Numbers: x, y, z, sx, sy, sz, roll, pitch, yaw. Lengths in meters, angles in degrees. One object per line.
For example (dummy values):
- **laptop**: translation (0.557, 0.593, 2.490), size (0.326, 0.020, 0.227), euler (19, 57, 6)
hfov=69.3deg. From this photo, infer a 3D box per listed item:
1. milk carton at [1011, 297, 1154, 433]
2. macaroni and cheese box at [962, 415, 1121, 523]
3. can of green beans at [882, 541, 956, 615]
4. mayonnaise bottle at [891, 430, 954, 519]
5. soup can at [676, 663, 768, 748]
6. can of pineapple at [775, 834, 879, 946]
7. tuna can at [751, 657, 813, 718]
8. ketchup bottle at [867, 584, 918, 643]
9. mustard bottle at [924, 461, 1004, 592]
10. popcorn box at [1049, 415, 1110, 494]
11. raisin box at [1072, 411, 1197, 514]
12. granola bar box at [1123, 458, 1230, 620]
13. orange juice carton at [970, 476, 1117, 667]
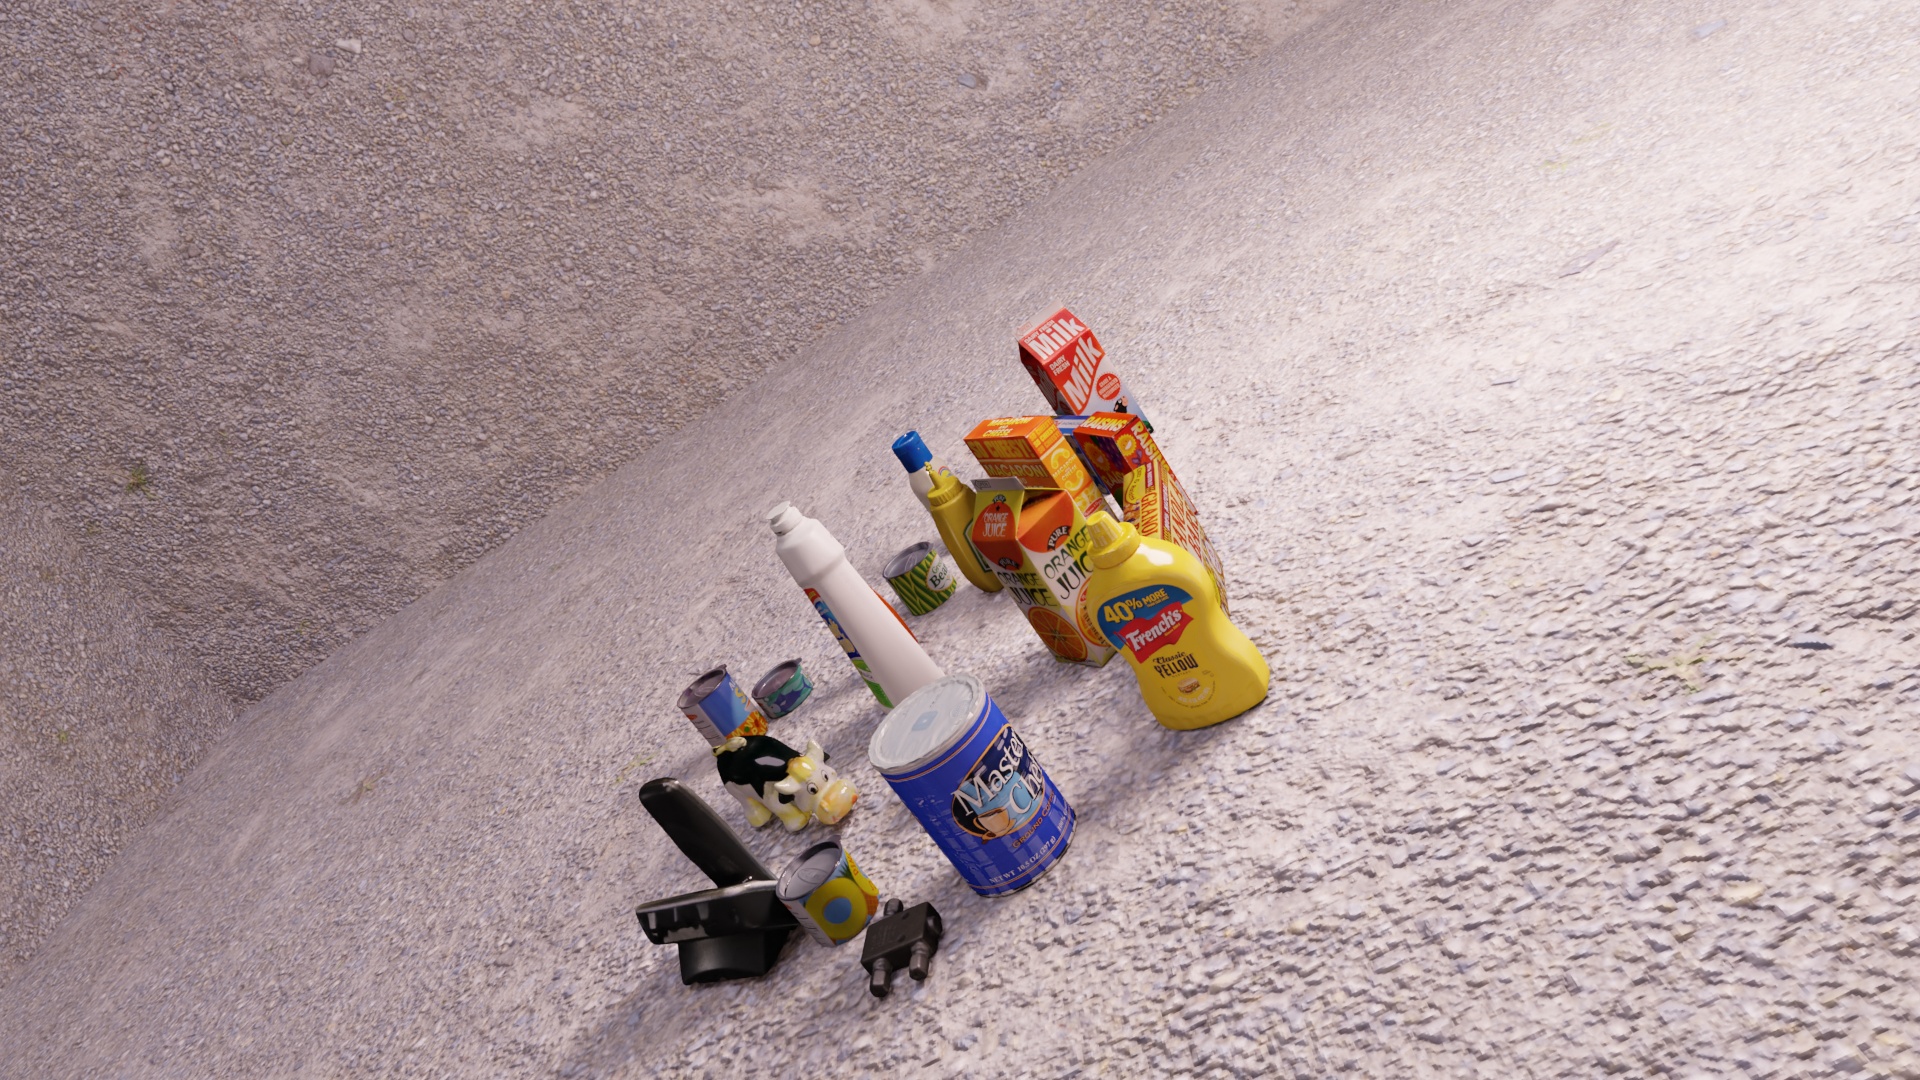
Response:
- **milk carton**: translation (0.137, -0.185, 1.616), size (0.072, 0.190, 0.073), euler (-38, 20, -9)
- **macaroni and cheese box**: translation (0.089, -0.052, 1.430), size (0.040, 0.166, 0.123), euler (-43, 22, -22)
- **can of green beans**: translation (-0.046, 0.044, 1.582), size (0.071, 0.057, 0.071), euler (-30, 21, 13)
- **mayonnaise bottle**: translation (-0.027, -0.063, 1.658), size (0.041, 0.147, 0.065), euler (-22, 24, 32)
- **soup can**: translation (-0.262, 0.192, 1.550), size (0.071, 0.083, 0.071), euler (-30, 21, 13)
- **can of pineapple**: translation (-0.107, 0.287, 1.138), size (0.071, 0.057, 0.071), euler (-30, 21, 13)
- **tuna can**: translation (-0.200, 0.167, 1.582), size (0.071, 0.032, 0.071), euler (-30, 21, 13)
- **ketchup bottle**: translation (-0.108, 0.075, 1.478), size (0.064, 0.148, 0.044), euler (-28, 21, 19)
- **mustard bottle**: translation (0.005, -0.019, 1.494), size (0.065, 0.160, 0.049), euler (-44, 22, -23)
- **popcorn box**: translation (0.129, -0.099, 1.590), size (0.038, 0.085, 0.126), euler (-42, 21, -18)
- **raisin box**: translation (0.175, -0.070, 1.399), size (0.040, 0.123, 0.086), euler (-40, 21, -13)
- **granola bar box**: translation (0.185, 0.019, 1.187), size (0.039, 0.124, 0.166), euler (-28, 21, 19)
- **orange juice carton**: translation (0.080, 0.018, 1.252), size (0.073, 0.192, 0.071), euler (-45, 22, -25)
